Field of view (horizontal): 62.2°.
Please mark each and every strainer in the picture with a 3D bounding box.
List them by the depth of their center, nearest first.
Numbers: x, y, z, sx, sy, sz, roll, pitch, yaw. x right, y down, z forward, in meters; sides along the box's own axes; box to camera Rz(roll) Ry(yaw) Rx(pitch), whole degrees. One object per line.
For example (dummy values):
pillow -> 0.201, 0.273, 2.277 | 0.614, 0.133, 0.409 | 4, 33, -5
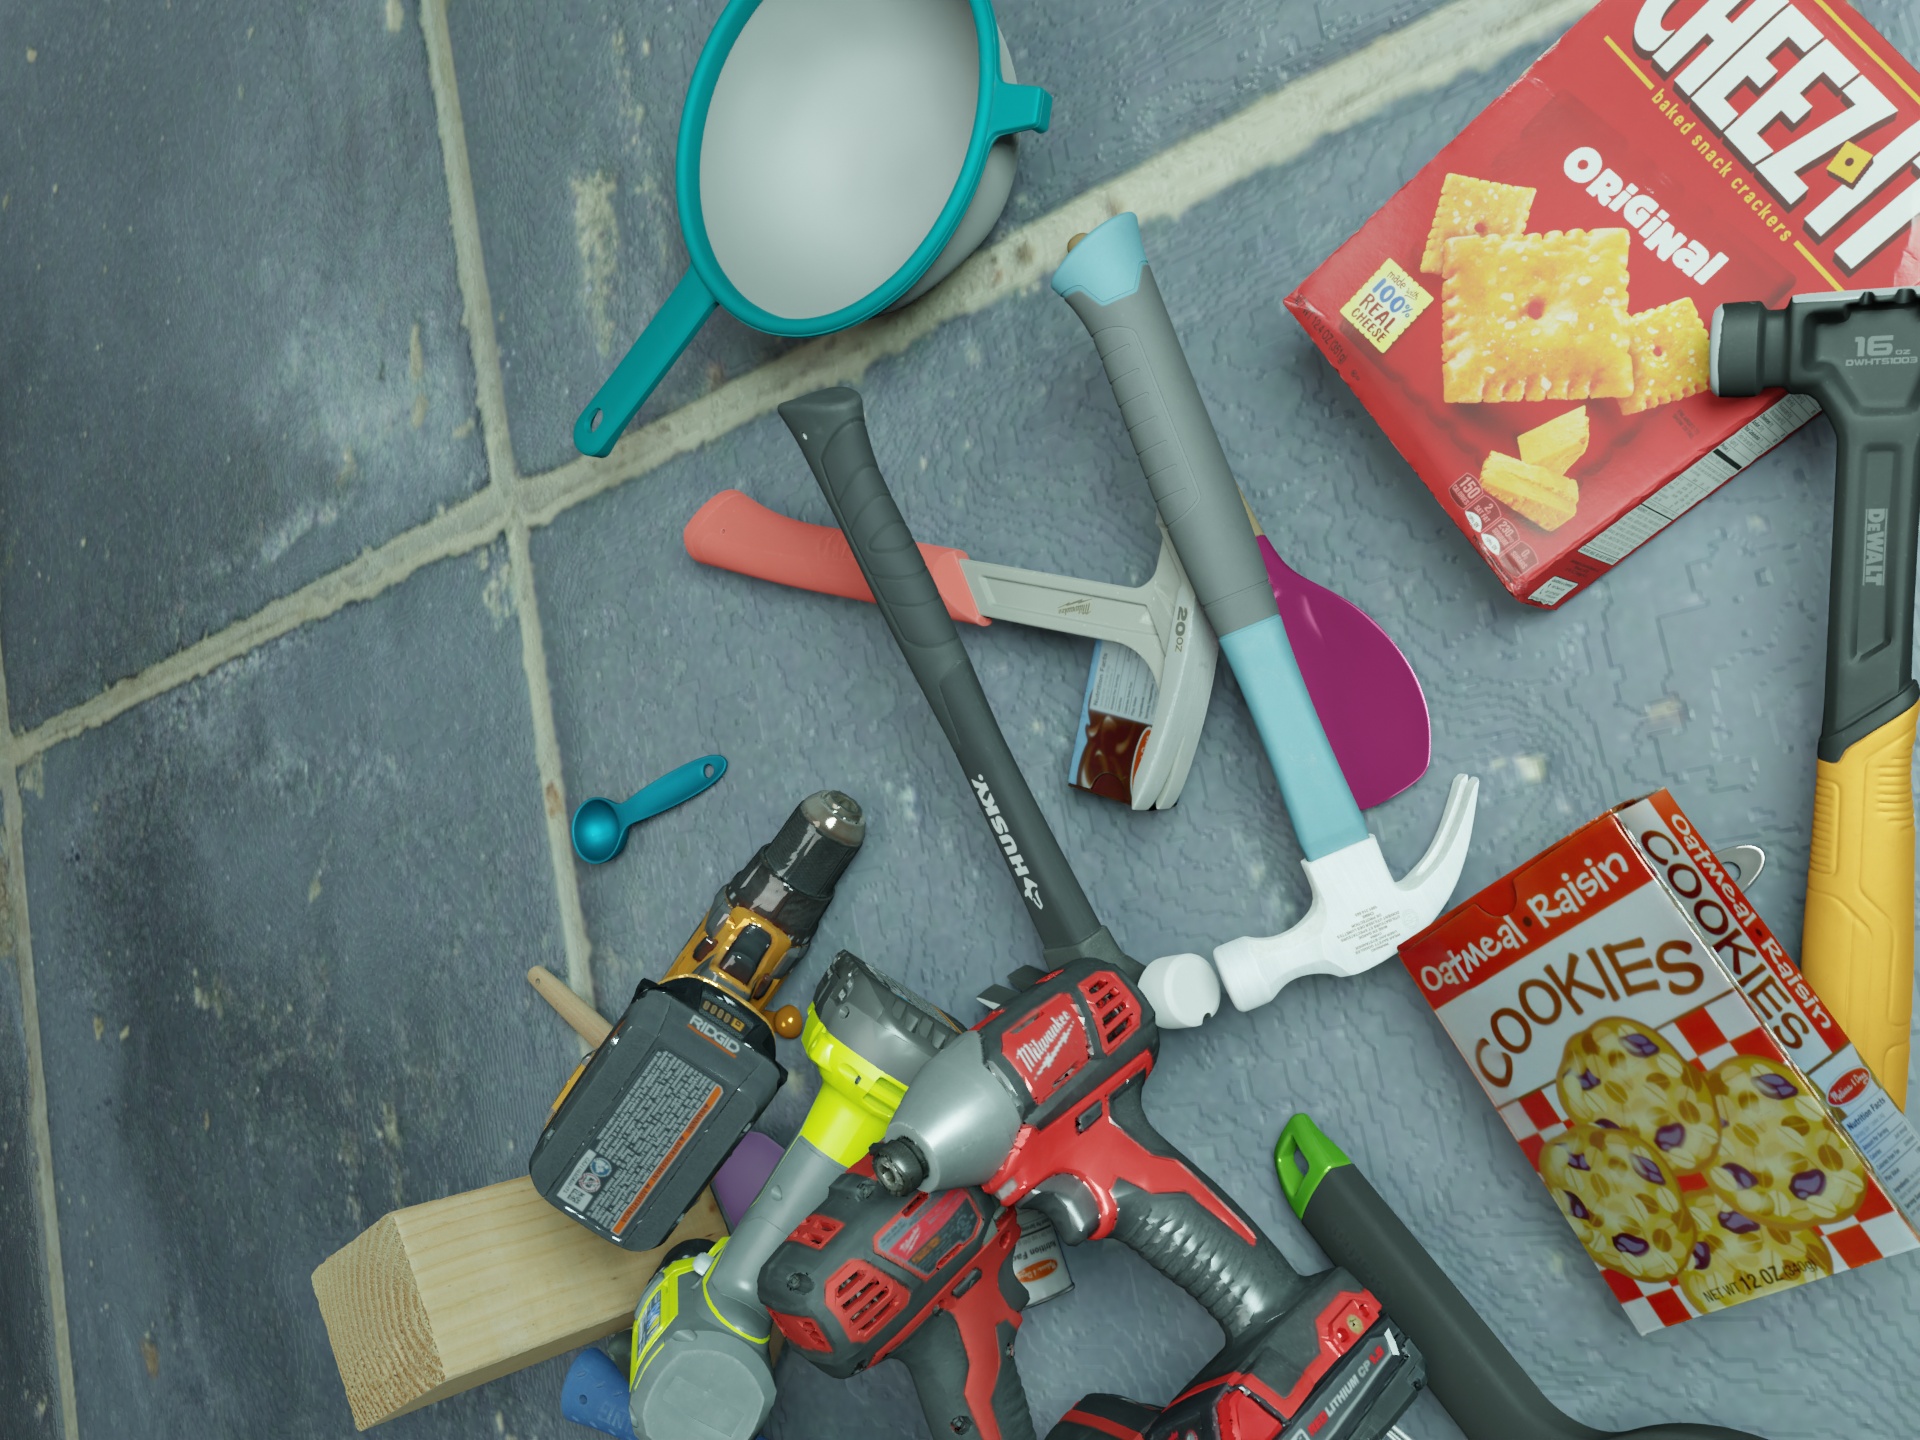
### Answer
strainer -> -0.084, -0.256, 0.853 | 0.340, 0.095, 0.211 | -43, 64, 29

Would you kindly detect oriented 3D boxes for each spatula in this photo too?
spatula -> -0.175, 0.229, 0.952 | 0.316, 0.018, 0.060 | 30, 98, 39

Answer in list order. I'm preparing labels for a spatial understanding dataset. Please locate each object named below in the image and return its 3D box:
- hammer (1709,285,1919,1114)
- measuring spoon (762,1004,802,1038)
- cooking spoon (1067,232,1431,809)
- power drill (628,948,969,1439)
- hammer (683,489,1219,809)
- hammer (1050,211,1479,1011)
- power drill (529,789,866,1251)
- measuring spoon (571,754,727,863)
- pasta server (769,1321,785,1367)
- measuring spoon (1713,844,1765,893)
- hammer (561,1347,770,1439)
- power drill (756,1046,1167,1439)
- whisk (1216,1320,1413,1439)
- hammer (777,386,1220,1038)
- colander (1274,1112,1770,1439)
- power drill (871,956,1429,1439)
hammer -> 0.320, 0.024, 0.547 | 0.127, 0.034, 0.336 | 3, 103, 27
measuring spoon -> -0.139, 0.180, 0.944 | 0.117, 0.011, 0.021 | -8, 85, 37
cooking spoon -> 0.124, -0.104, 0.743 | 0.068, 0.017, 0.319 | -34, 70, 23
power drill -> -0.087, 0.234, 0.797 | 0.080, 0.190, 0.228 | 33, 84, -8
hammer -> -0.022, -0.064, 0.819 | 0.359, 0.036, 0.149 | 15, 98, 42
hammer -> 0.115, -0.052, 0.670 | 0.128, 0.033, 0.331 | -22, 91, 4
power drill -> -0.120, 0.139, 0.814 | 0.084, 0.226, 0.185 | 34, 106, -5
measuring spoon -> -0.188, 0.052, 0.984 | 0.128, 0.021, 0.042 | -27, 73, 24
pasta server -> -0.109, 0.346, 0.905 | 0.060, 0.040, 0.316 | 27, 105, 27
measuring spoon -> 0.268, 0.088, 0.639 | 0.124, 0.018, 0.034 | -40, 69, 22
hammer -> -0.050, 0.425, 0.832 | 0.406, 0.035, 0.144 | 10, 96, 30
power drill -> 0.034, 0.269, 0.711 | 0.080, 0.188, 0.226 | -17, 107, 55
whisk -> 0.139, 0.281, 0.718 | 0.059, 0.057, 0.247 | -36, 61, -6
hammer -> -0.001, -0.002, 0.746 | 0.146, 0.035, 0.335 | -23, 94, 56
colander -> 0.264, 0.296, 0.601 | 0.398, 0.094, 0.204 | 52, 134, 46
power drill -> 0.069, 0.213, 0.642 | 0.220, 0.143, 0.078 | 51, 139, 15
